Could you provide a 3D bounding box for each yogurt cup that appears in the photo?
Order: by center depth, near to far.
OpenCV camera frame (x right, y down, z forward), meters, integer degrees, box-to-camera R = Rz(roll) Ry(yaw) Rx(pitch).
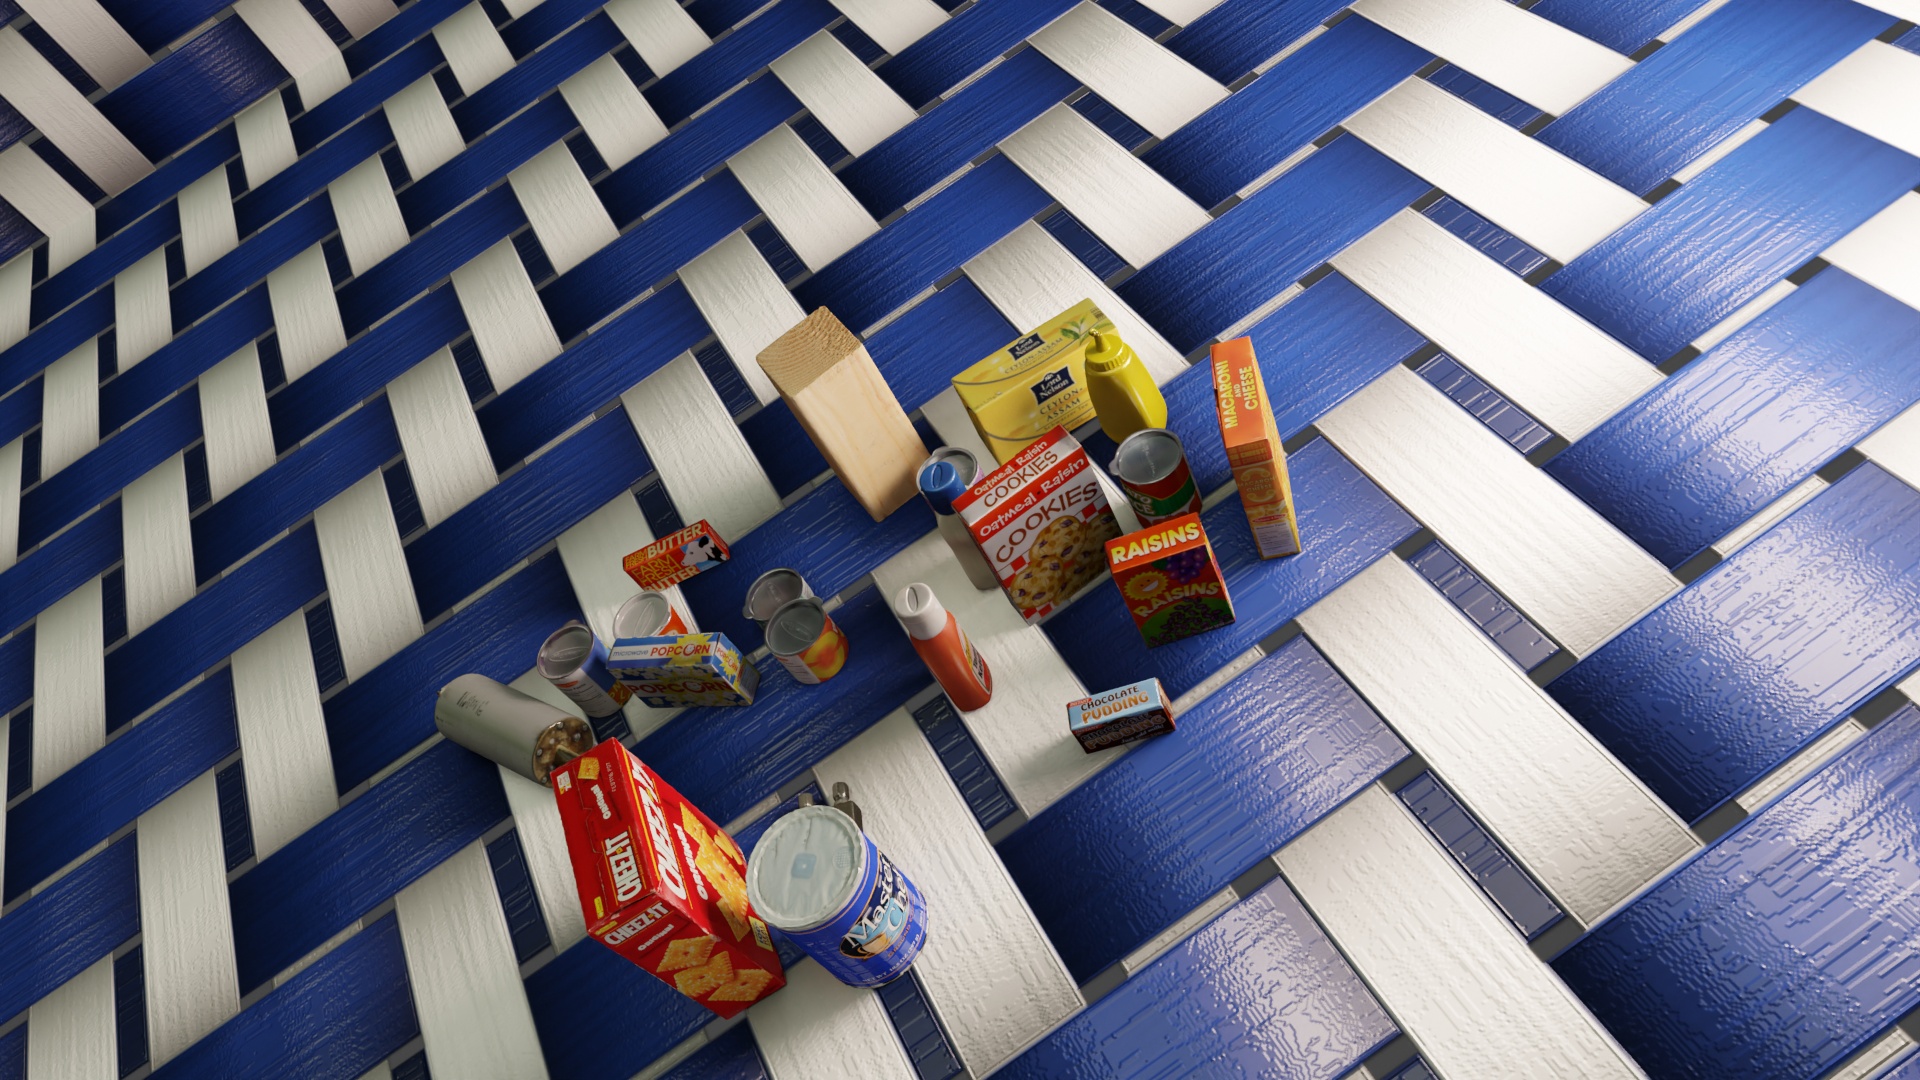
[{"bbox_3d":[-0.323,0.094,1.457,0.072,0.053,0.073,-13,50,16],"label":"yogurt cup"}]

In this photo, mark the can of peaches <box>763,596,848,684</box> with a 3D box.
[{"bbox_3d":[-0.150,0.098,1.369,0.071,0.058,0.071,-13,50,16],"label":"can of peaches"}]

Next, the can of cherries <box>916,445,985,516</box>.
[{"bbox_3d":[-0.004,-0.054,1.418,0.071,0.058,0.072,-13,50,16],"label":"can of cherries"}]

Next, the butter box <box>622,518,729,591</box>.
[{"bbox_3d":[-0.309,0.019,1.510,0.103,0.053,0.024,-24,48,6],"label":"butter box"}]

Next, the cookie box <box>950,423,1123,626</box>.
[{"bbox_3d":[0.076,-0.012,1.274,0.123,0.166,0.040,-36,48,-4],"label":"cookie box"}]

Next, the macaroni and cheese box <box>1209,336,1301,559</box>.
[{"bbox_3d":[0.263,-0.080,1.239,0.040,0.165,0.124,-13,50,17],"label":"macaroni and cheese box"}]

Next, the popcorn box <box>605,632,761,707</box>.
[{"bbox_3d":[-0.276,0.131,1.386,0.126,0.085,0.038,-5,53,23],"label":"popcorn box"}]

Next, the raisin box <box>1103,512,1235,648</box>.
[{"bbox_3d":[0.185,0.036,1.215,0.086,0.123,0.040,-18,49,12],"label":"raisin box"}]

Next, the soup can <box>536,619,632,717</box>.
[{"bbox_3d":[-0.385,0.133,1.437,0.071,0.083,0.072,-13,50,16],"label":"soup can"}]

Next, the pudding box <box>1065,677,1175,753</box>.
[{"bbox_3d":[0.138,0.151,1.196,0.083,0.049,0.030,-17,49,13],"label":"pudding box"}]

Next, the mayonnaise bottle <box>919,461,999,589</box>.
[{"bbox_3d":[0.005,-0.017,1.325,0.041,0.147,0.065,-11,51,18],"label":"mayonnaise bottle"}]

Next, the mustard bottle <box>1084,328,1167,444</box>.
[{"bbox_3d":[0.155,-0.155,1.353,0.065,0.159,0.049,6,58,29],"label":"mustard bottle"}]

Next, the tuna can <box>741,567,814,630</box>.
[{"bbox_3d":[-0.187,0.065,1.431,0.071,0.032,0.071,-13,50,16],"label":"tuna can"}]

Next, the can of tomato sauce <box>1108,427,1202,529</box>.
[{"bbox_3d":[0.186,-0.054,1.312,0.071,0.082,0.071,-13,50,16],"label":"can of tomato sauce"}]

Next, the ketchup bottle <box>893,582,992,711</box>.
[{"bbox_3d":[-0.016,0.093,1.248,0.043,0.148,0.065,-22,48,9],"label":"ketchup bottle"}]
